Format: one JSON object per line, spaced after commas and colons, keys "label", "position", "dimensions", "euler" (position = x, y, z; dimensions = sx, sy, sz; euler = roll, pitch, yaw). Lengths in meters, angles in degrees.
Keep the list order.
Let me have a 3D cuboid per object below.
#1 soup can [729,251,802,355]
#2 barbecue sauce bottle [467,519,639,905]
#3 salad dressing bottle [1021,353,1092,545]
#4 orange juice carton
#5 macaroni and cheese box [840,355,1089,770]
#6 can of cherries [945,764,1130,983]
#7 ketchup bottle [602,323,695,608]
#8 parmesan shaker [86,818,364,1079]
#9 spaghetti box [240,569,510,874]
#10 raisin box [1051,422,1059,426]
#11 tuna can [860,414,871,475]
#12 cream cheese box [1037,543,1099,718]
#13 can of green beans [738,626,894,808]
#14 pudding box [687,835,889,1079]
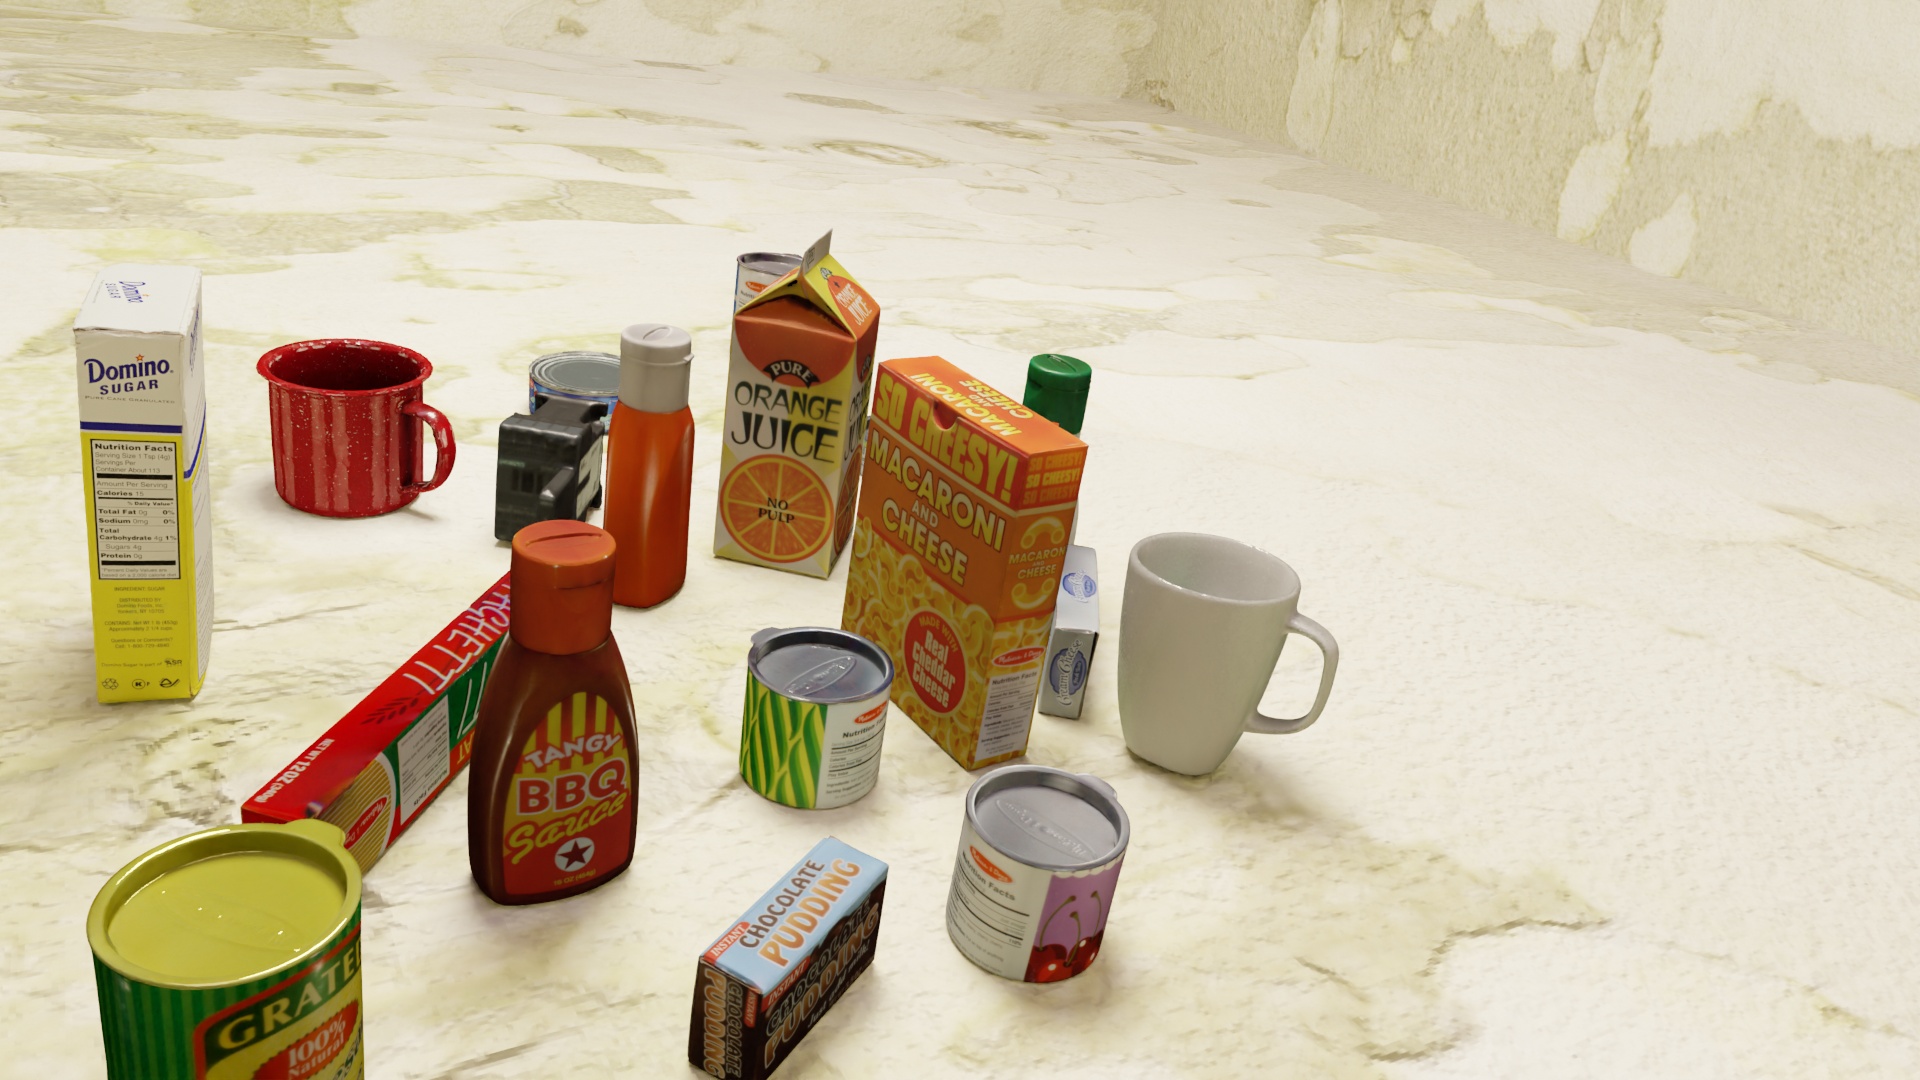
{"label": "soup can", "position": [-0.154, -0.190, 1.150], "dimensions": [0.071, 0.083, 0.071], "euler": [8, 25, -4]}
{"label": "barbecue sauce bottle", "position": [-0.153, 0.066, 0.528], "dimensions": [0.065, 0.147, 0.044], "euler": [-9, 30, -35]}
{"label": "salad dressing bottle", "position": [0.046, -0.035, 0.813], "dimensions": [0.044, 0.147, 0.064], "euler": [-5, 28, -29]}
{"label": "orange juice carton", "position": [-0.093, -0.083, 0.813], "dimensions": [0.073, 0.191, 0.072], "euler": [11, 25, 4]}
{"label": "macaroni and cheese box", "position": [-0.005, 0.009, 0.681], "dimensions": [0.040, 0.165, 0.124], "euler": [-10, 31, -36]}
{"label": "can of cherries", "position": [0.032, 0.132, 0.558], "dimensions": [0.071, 0.058, 0.072], "euler": [8, 25, -4]}
{"label": "ketchup bottle", "position": [-0.167, -0.041, 0.750], "dimensions": [0.043, 0.148, 0.065], "euler": [12, 25, 6]}
{"label": "parmesan shaker", "position": [-0.205, 0.142, 0.400], "dimensions": [0.071, 0.102, 0.071], "euler": [8, 25, -4]}
{"label": "spaghetti box", "position": [-0.224, 0.070, 0.611], "dimensions": [0.029, 0.050, 0.251], "euler": [12, 25, 6]}
{"label": "raisin box", "position": [0.003, -0.010, 0.773], "dimensions": [0.086, 0.122, 0.040], "euler": [10, 24, 1]}
{"label": "tuna can", "position": [-0.042, -0.063, 0.978], "dimensions": [0.071, 0.032, 0.071], "euler": [8, 25, -4]}
{"label": "cream cheese box", "position": [0.059, 0.047, 0.755], "dimensions": [0.024, 0.053, 0.104], "euler": [10, 25, 0]}
{"label": "can of green beans", "position": [-0.067, 0.080, 0.635], "dimensions": [0.071, 0.057, 0.071], "euler": [8, 25, -4]}
{"label": "pudding box", "position": [-0.061, 0.149, 0.499], "dimensions": [0.030, 0.049, 0.084], "euler": [20, 27, 21]}
